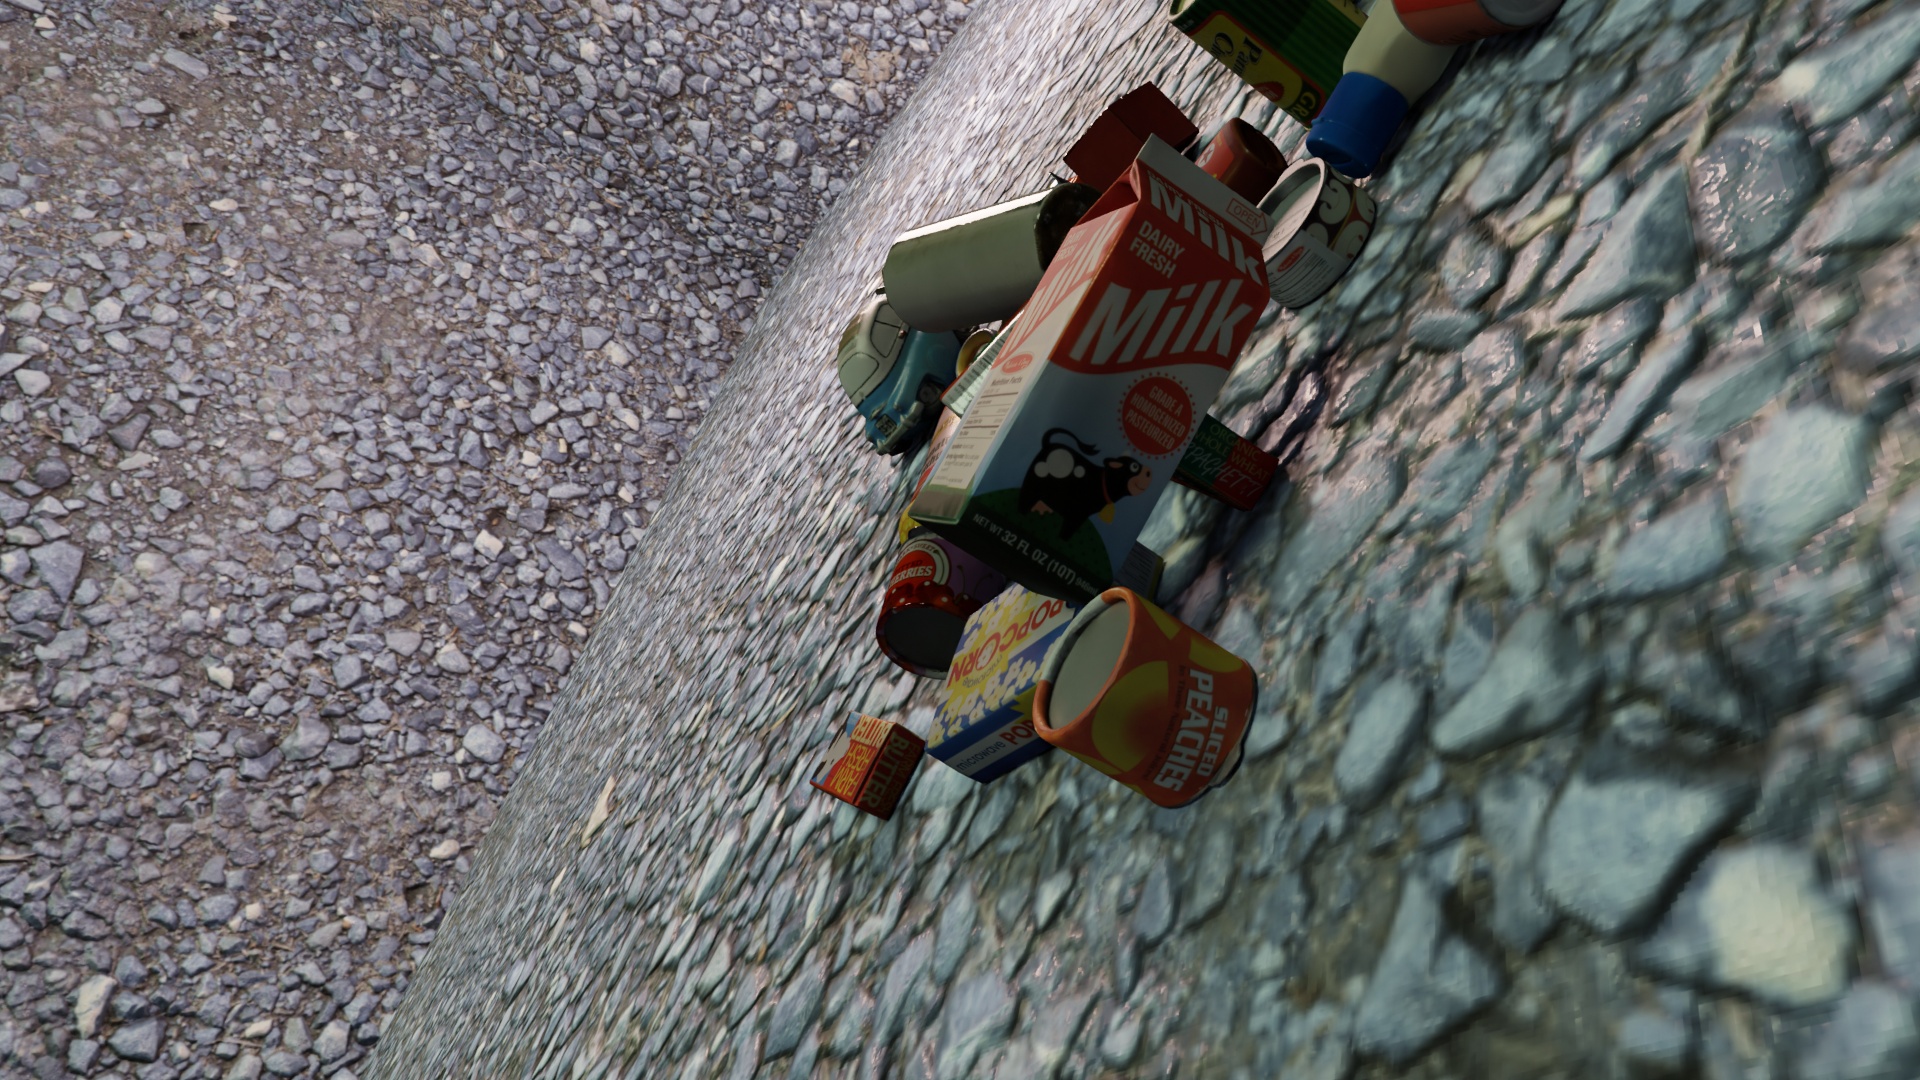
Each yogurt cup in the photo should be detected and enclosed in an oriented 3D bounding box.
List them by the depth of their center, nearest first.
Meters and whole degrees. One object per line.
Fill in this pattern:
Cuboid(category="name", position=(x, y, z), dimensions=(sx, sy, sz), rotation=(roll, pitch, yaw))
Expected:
Cuboid(category="yogurt cup", position=(0.231, -0.253, 0.610), dimensions=(0.072, 0.072, 0.054), rotation=(-57, 24, 6))

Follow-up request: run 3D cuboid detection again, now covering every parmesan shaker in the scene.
Cuboid(category="parmesan shaker", position=(0.172, -0.282, 0.761), dimensions=(0.071, 0.103, 0.071), rotation=(-52, 17, 23))

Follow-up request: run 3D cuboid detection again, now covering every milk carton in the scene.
Cuboid(category="milk carton", position=(0.062, -0.073, 0.584), dimensions=(0.190, 0.072, 0.073), rotation=(-61, 17, -6))

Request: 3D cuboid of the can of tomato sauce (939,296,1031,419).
Cuboid(category="can of tomato sauce", position=(0.039, -0.096, 0.855), dimensions=(0.083, 0.071, 0.071), rotation=(-48, 17, 2))

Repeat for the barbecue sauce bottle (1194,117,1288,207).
Cuboid(category="barbecue sauce bottle", position=(0.125, -0.171, 0.805), dimensions=(0.148, 0.043, 0.065), rotation=(-49, 20, 31))

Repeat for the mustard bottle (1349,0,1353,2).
Cuboid(category="mustard bottle", position=(0.226, -0.359, 0.823), dimensions=(0.159, 0.065, 0.049), rotation=(-44, 26, 26))

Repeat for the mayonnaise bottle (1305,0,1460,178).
Cuboid(category="mayonnaise bottle", position=(0.220, -0.248, 0.672), dimensions=(0.148, 0.041, 0.065), rotation=(-59, 14, 2))

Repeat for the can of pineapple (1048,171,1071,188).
Cuboid(category="can of pineapple", position=(0.076, -0.218, 0.989), dimensions=(0.057, 0.071, 0.071), rotation=(-53, 17, 19))

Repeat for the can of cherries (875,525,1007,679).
Cuboid(category="can of cherries", position=(-0.012, 0.035, 0.787), dimensions=(0.071, 0.071, 0.059), rotation=(-43, 22, 43))

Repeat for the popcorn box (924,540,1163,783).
Cuboid(category="popcorn box", position=(0.038, 0.056, 0.662), dimensions=(0.126, 0.038, 0.085), rotation=(-39, 24, 49))

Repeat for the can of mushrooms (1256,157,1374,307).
Cuboid(category="can of mushrooms", position=(0.165, -0.149, 0.668), dimensions=(0.070, 0.033, 0.071), rotation=(-52, 17, 23))

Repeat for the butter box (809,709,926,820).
Cuboid(category="butter box", position=(-0.057, 0.132, 0.826), dimensions=(0.053, 0.024, 0.103), rotation=(-61, 16, -12))

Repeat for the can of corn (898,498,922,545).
Cuboid(category="can of corn", position=(0.003, -0.010, 0.828), dimensions=(0.058, 0.071, 0.071), rotation=(-44, 21, 44))

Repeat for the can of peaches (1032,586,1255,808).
Cuboid(category="can of peaches", position=(0.069, 0.060, 0.526), dimensions=(0.071, 0.058, 0.071), rotation=(-52, 17, 23))

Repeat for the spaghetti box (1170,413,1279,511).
Cuboid(category="spaghetti box", position=(0.086, -0.057, 0.705), dimensions=(0.028, 0.050, 0.250), rotation=(-59, 16, 3))

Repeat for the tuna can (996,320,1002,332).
Cuboid(category="tuna can", position=(0.051, -0.148, 1.004), dimensions=(0.071, 0.033, 0.071), rotation=(-51, 18, 23))

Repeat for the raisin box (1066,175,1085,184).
Cuboid(category="raisin box", position=(0.064, -0.236, 1.114), dimensions=(0.086, 0.040, 0.123), rotation=(-60, 17, -9))

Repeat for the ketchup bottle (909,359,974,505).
Cuboid(category="ketchup bottle", position=(0.004, -0.070, 0.982), dimensions=(0.064, 0.043, 0.149), rotation=(-44, 21, 41))
